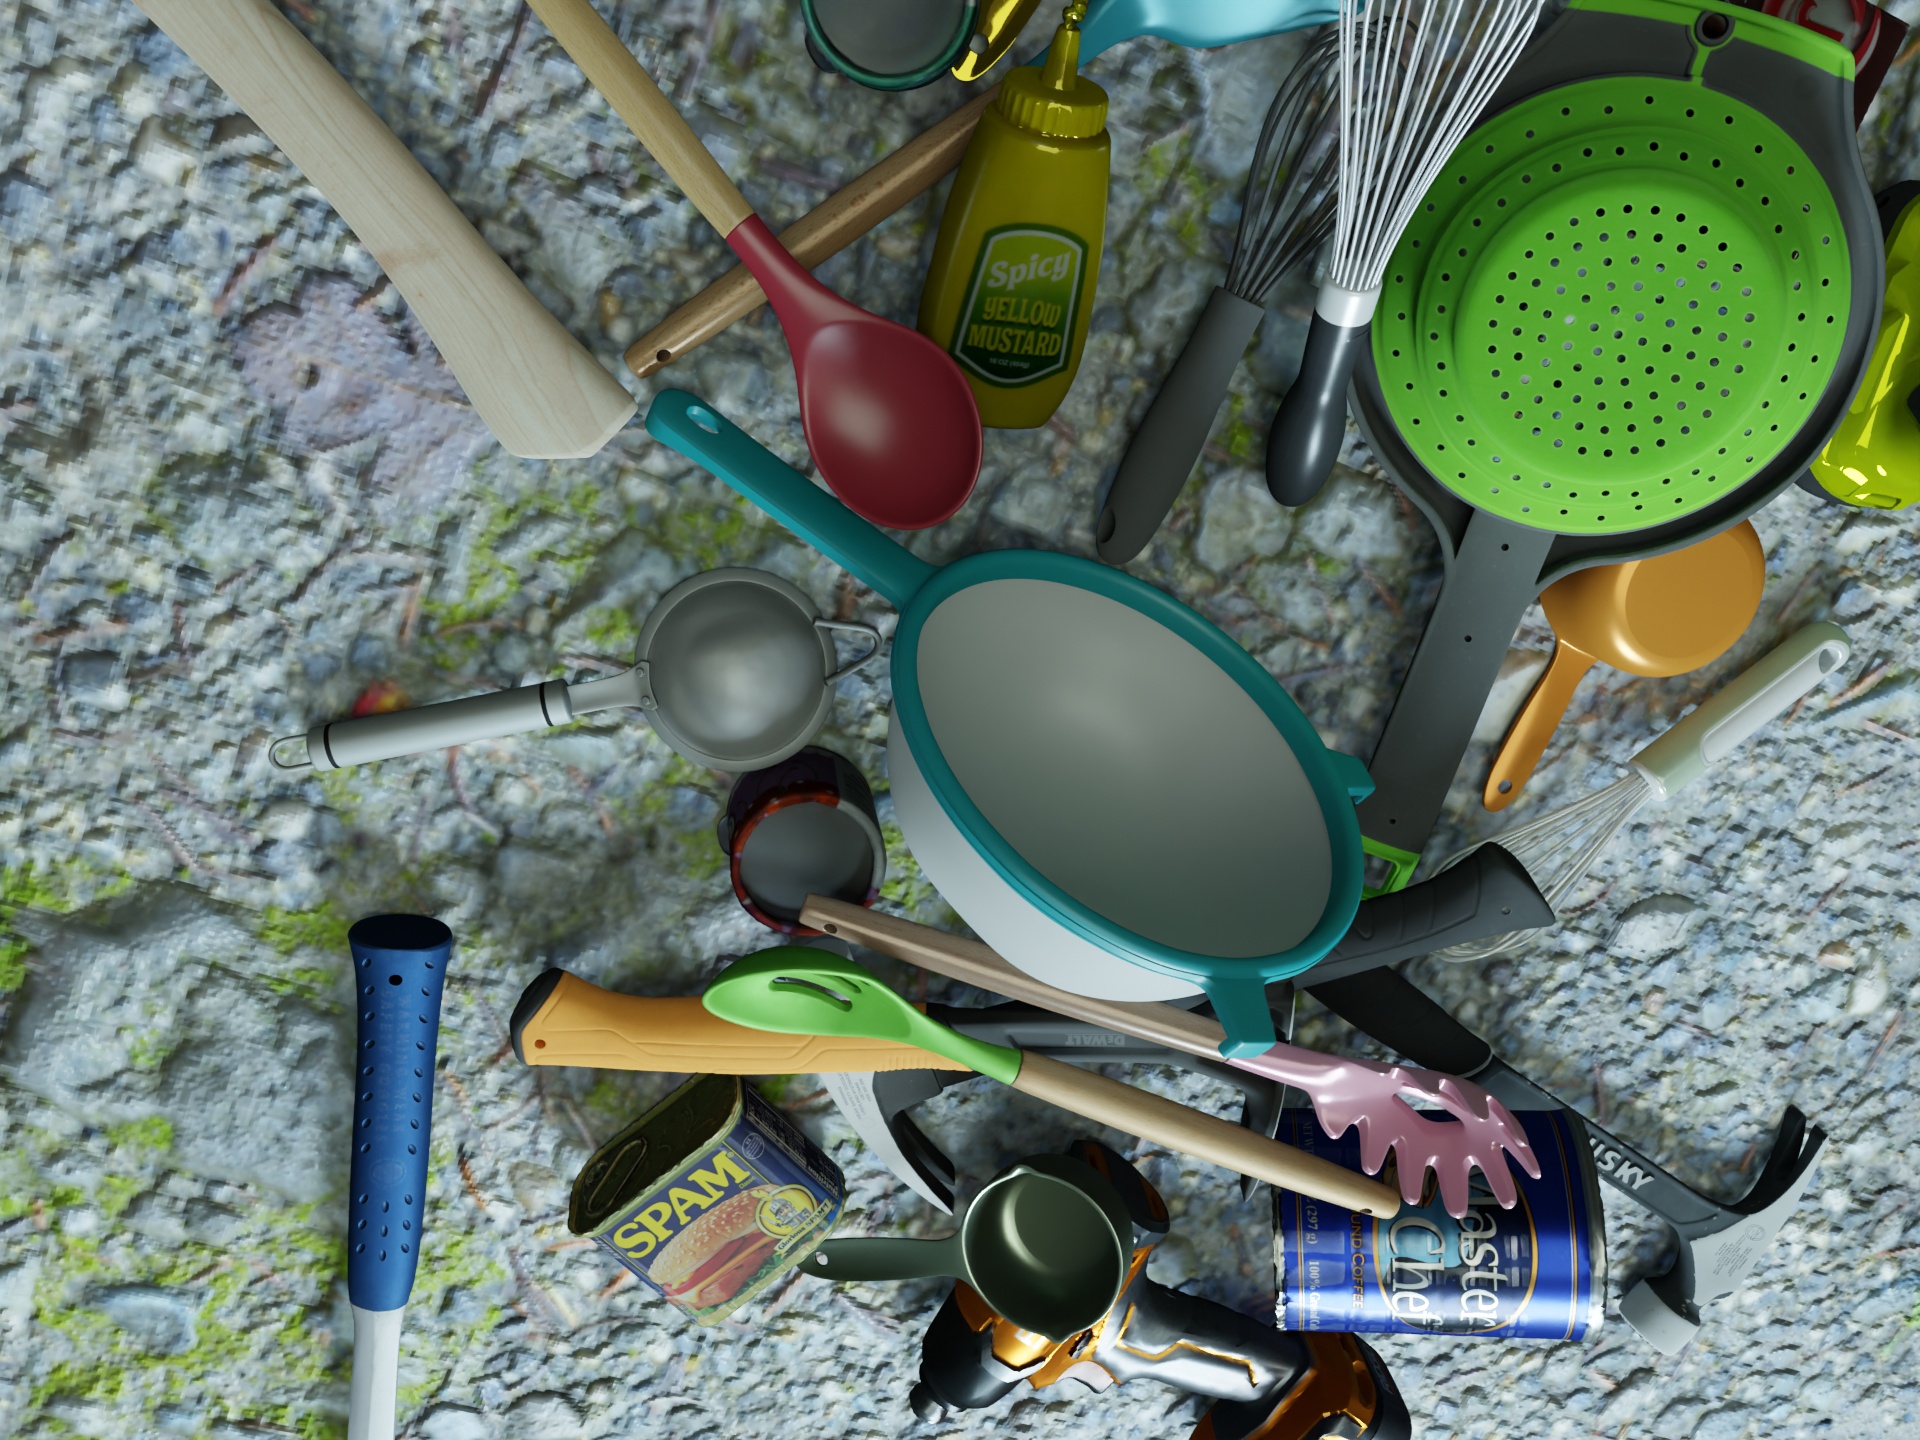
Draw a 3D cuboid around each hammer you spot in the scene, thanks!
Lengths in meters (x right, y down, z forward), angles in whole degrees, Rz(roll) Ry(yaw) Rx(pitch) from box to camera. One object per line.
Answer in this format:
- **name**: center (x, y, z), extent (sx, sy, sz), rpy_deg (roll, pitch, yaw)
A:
- **hammer**: center (0.100, 0.126, 0.722), extent (0.335, 0.035, 0.146), rpy_deg (-17, 112, 8)
- **hammer**: center (-0.261, -0.260, 0.555), extent (0.146, 0.038, 0.410), rpy_deg (-41, 111, 5)
- **hammer**: center (-0.267, 0.281, 0.748), extent (0.144, 0.035, 0.405), rpy_deg (6, 108, -11)
- **hammer**: center (-0.026, 0.144, 0.695), extent (0.337, 0.034, 0.127), rpy_deg (2, 112, 0)
- **hammer**: center (0.269, 0.176, 0.795), extent (0.408, 0.036, 0.149), rpy_deg (34, 100, -18)

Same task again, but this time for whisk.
- **whisk**: center (0.149, -0.181, 0.578), extent (0.070, 0.070, 0.284), rpy_deg (-5, 142, -7)
- **whisk**: center (0.316, 0.033, 0.745), extent (0.246, 0.059, 0.057), rpy_deg (-37, 118, 0)
- **whisk**: center (0.115, -0.168, 0.642), extent (0.055, 0.055, 0.239), rpy_deg (21, 110, -15)

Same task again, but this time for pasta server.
- **pasta server**: center (0.084, 0.130, 0.649), extent (0.316, 0.040, 0.060), rpy_deg (19, 127, -5)

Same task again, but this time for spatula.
- **spatula**: center (0.004, -0.221, 0.606), extent (0.317, 0.044, 0.082), rpy_deg (-34, 136, 6)

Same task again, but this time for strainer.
- **strainer**: center (-0.001, -0.002, 0.645), extent (0.340, 0.211, 0.095), rpy_deg (37, 129, 3)
- **strainer**: center (-0.159, -0.007, 0.661), extent (0.258, 0.050, 0.087), rpy_deg (-11, 95, -1)

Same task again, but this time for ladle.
- **ladle**: center (-0.099, -0.202, 0.585), extent (0.069, 0.031, 0.315), rpy_deg (-36, 101, 20)

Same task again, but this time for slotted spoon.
- **slotted spoon**: center (0.045, 0.153, 0.662), extent (0.313, 0.031, 0.070), rpy_deg (22, 144, -11)

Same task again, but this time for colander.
- **colander**: center (0.225, -0.079, 0.635), extent (0.204, 0.094, 0.397), rpy_deg (20, 113, 10)

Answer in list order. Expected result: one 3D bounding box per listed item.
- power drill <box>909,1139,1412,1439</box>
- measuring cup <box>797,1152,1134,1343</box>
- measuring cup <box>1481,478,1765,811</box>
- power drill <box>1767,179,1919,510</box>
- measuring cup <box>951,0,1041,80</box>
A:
- **power drill**: center (0.093, 0.330, 0.800), extent (0.226, 0.084, 0.164), rpy_deg (37, 101, -14)
- **measuring cup**: center (0.001, 0.241, 0.738), extent (0.167, 0.038, 0.083), rpy_deg (-11, 93, 25)
- **measuring cup**: center (0.291, -0.026, 0.715), extent (0.095, 0.052, 0.173), rpy_deg (23, 103, -16)
- **power drill**: center (0.426, -0.143, 0.600), extent (0.080, 0.229, 0.190), rpy_deg (10, 108, -12)
- **measuring cup**: center (0.043, -0.311, 0.596), extent (0.062, 0.029, 0.156), rpy_deg (31, 114, -16)
